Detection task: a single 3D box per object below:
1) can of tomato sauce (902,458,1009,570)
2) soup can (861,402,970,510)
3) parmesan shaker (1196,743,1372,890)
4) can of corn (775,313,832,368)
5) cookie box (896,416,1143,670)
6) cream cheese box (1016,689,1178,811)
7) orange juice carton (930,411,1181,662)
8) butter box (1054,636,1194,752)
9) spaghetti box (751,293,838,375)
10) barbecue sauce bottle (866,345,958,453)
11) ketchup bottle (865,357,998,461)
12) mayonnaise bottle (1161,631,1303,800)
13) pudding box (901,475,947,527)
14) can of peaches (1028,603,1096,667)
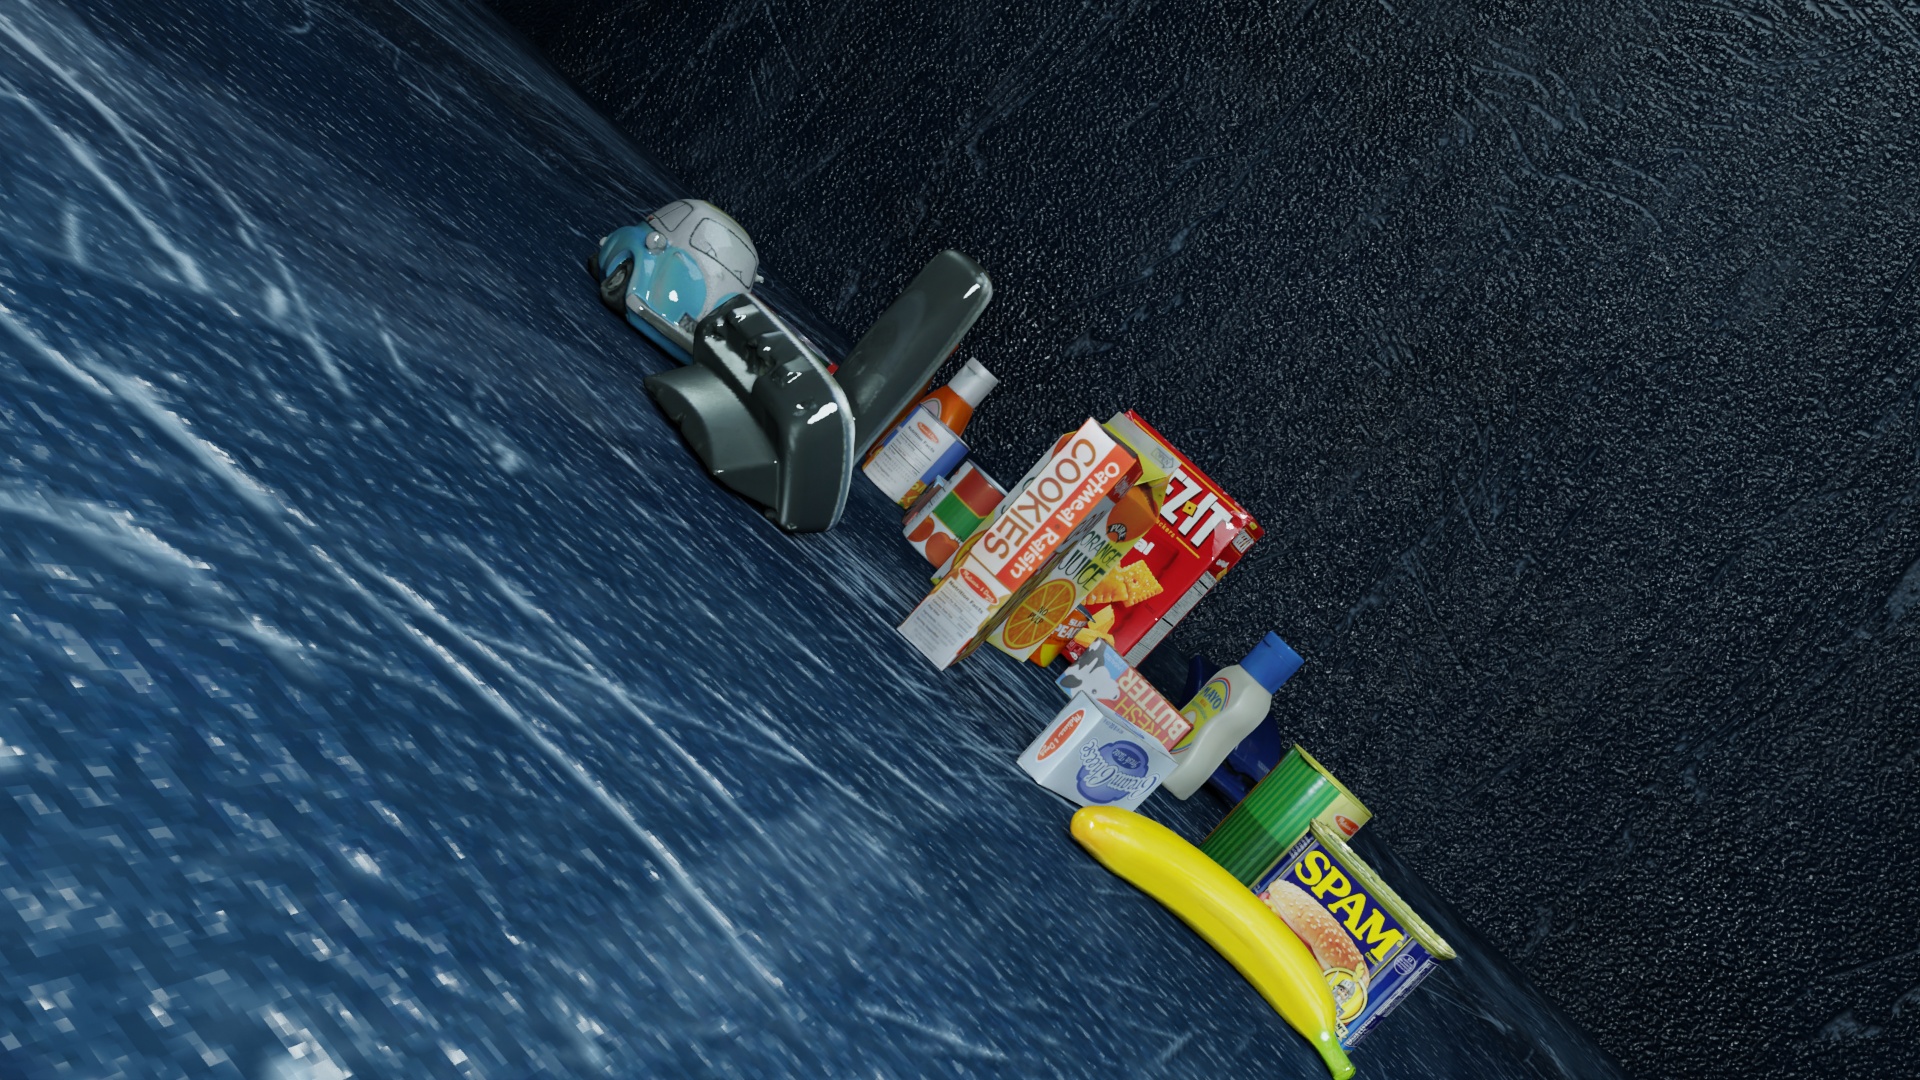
[{"bbox_3d":[0.004,-0.015,1.157,0.071,0.083,0.071,42,5,-5],"label":"can of tomato sauce"},{"bbox_3d":[-0.041,-0.078,1.315,0.071,0.083,0.071,42,5,-5],"label":"soup can"},{"bbox_3d":[0.207,0.192,0.908,0.071,0.103,0.071,42,5,-5],"label":"parmesan shaker"},{"bbox_3d":[-0.160,-0.160,1.244,0.071,0.058,0.071,42,5,-5],"label":"can of corn"},{"bbox_3d":[0.042,0.003,0.849,0.040,0.167,0.123,43,5,7],"label":"cookie box"},{"bbox_3d":[0.078,0.124,0.780,0.024,0.053,0.103,47,7,39],"label":"cream cheese box"},{"bbox_3d":[0.076,-0.008,1.043,0.072,0.192,0.073,46,6,33],"label":"orange juice carton"},{"bbox_3d":[0.129,0.130,1.095,0.103,0.053,0.024,44,5,17],"label":"butter box"},{"bbox_3d":[-0.189,-0.196,1.348,0.249,0.050,0.029,39,7,-37],"label":"spaghetti box"},{"bbox_3d":[-0.064,-0.161,1.452,0.065,0.148,0.043,45,5,23],"label":"barbecue sauce bottle"},{"bbox_3d":[-0.025,-0.115,1.376,0.065,0.148,0.043,46,6,35],"label":"ketchup bottle"},{"bbox_3d":[0.210,0.137,1.113,0.041,0.148,0.065,41,5,-23],"label":"mayonnaise bottle"},{"bbox_3d":[-0.025,-0.029,1.236,0.030,0.049,0.084,42,5,-5],"label":"pudding box"},{"bbox_3d":[0.066,0.063,1.130,0.071,0.058,0.071,42,5,-5],"label":"can of peaches"}]
